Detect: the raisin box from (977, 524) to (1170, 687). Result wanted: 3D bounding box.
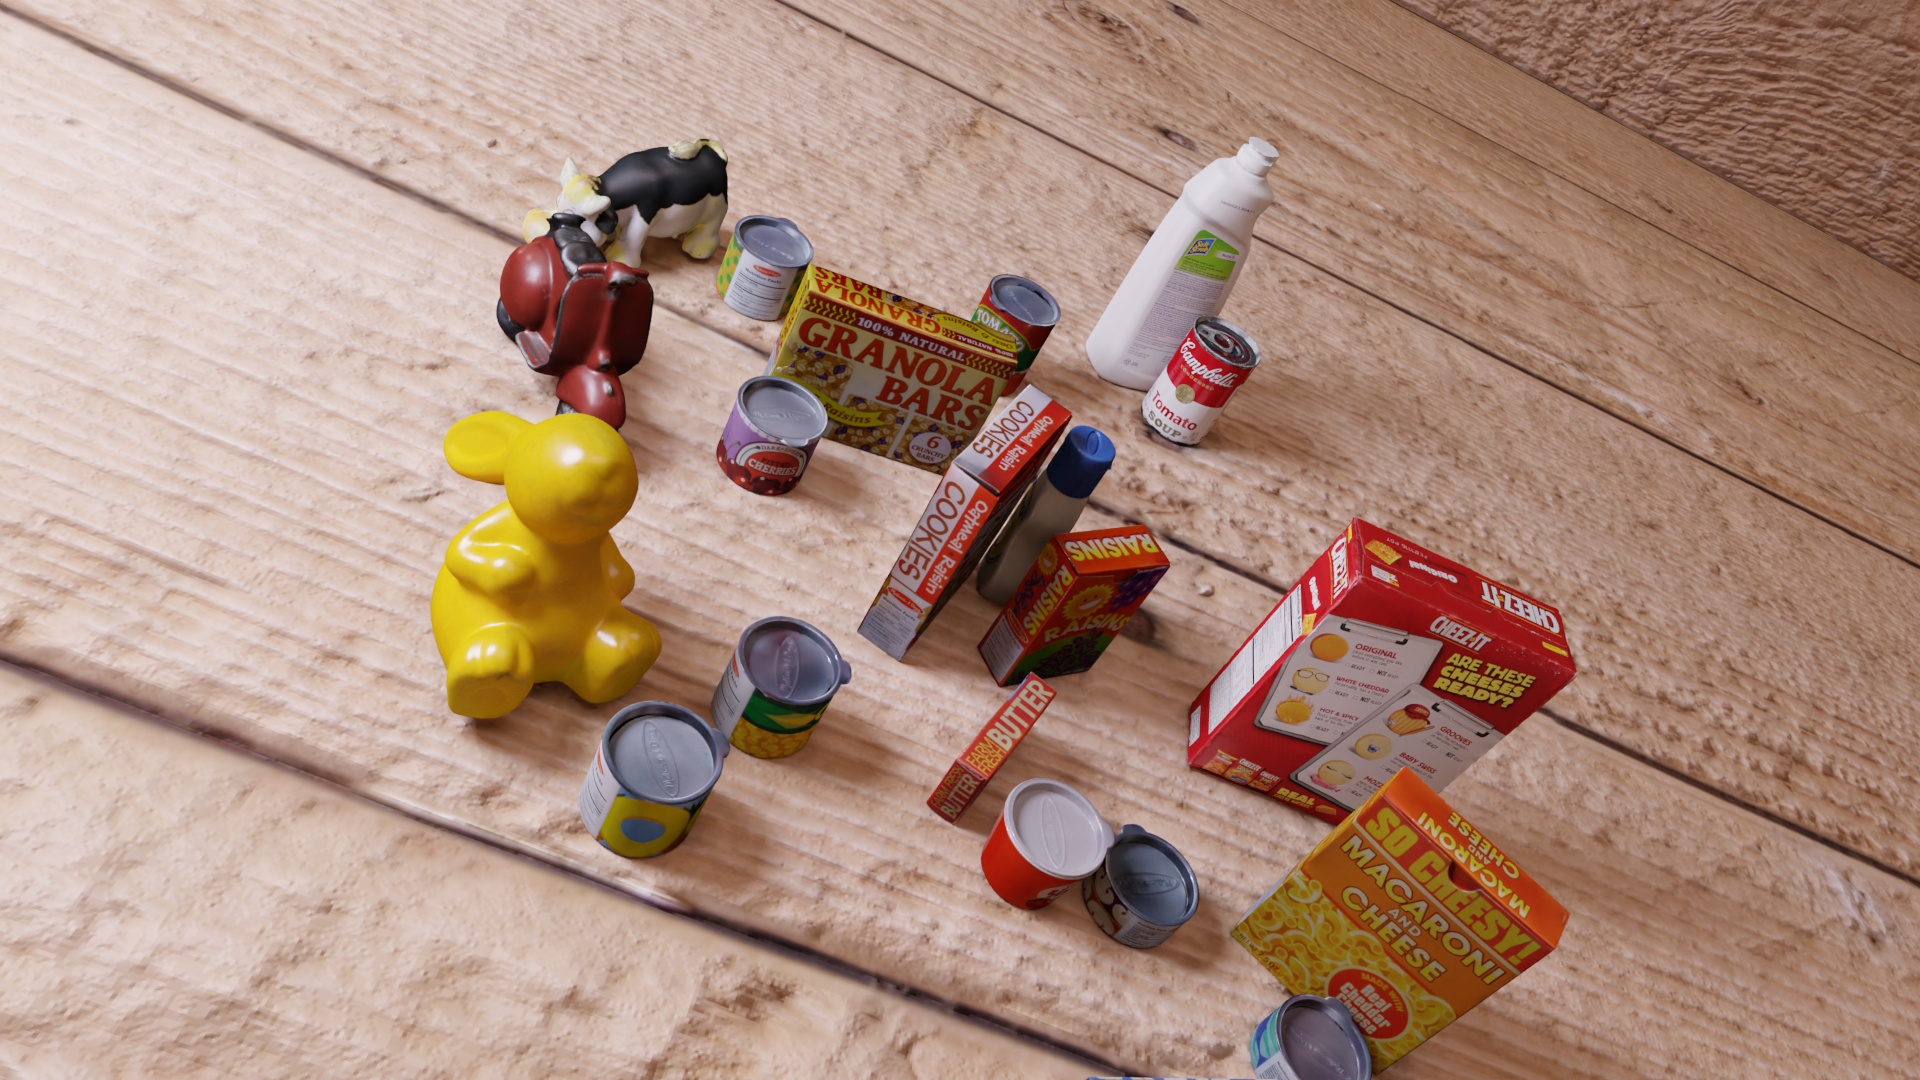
[{"bbox_3d":[0.077,0.045,0.953,0.086,0.122,0.040,-5,51,-36],"label":"raisin box"}]

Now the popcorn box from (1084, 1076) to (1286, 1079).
[{"bbox_3d":[0.104,0.313,0.721,0.127,0.084,0.038,10,44,-23],"label":"popcorn box"}]

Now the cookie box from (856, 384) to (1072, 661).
[{"bbox_3d":[0.003,-0.012,0.932,0.040,0.166,0.123,35,39,5],"label":"cookie box"}]

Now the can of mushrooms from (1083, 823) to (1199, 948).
[{"bbox_3d":[0.112,0.216,0.868,0.071,0.033,0.071,18,41,-16],"label":"can of mushrooms"}]

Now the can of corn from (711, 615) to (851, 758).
[{"bbox_3d":[-0.109,0.090,0.841,0.071,0.058,0.071,18,41,-16],"label":"can of corn"}]

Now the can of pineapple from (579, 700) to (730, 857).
[{"bbox_3d":[-0.168,0.131,0.761,0.071,0.057,0.071,18,41,-16],"label":"can of pineapple"}]

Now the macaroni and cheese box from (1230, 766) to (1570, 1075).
[{"bbox_3d":[0.260,0.233,0.839,0.124,0.165,0.040,43,41,14],"label":"macaroni and cheese box"}]

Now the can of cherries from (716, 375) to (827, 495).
[{"bbox_3d":[-0.136,-0.073,0.994,0.071,0.058,0.072,18,41,-16],"label":"can of cherries"}]

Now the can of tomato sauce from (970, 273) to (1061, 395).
[{"bbox_3d":[0.037,-0.175,1.190,0.071,0.082,0.071,18,41,-16],"label":"can of tomato sauce"}]

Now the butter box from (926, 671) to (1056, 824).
[{"bbox_3d":[0.021,0.131,0.883,0.024,0.052,0.104,38,40,8],"label":"butter box"}]

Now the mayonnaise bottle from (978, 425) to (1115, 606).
[{"bbox_3d":[0.061,-0.019,0.991,0.041,0.147,0.065,26,40,-7],"label":"mayonnaise bottle"}]

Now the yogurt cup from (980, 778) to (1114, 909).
[{"bbox_3d":[0.048,0.187,0.842,0.072,0.053,0.073,18,41,-16],"label":"yogurt cup"}]

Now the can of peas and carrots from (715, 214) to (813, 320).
[{"bbox_3d":[-0.160,-0.224,1.136,0.071,0.058,0.071,18,41,-16],"label":"can of peas and carrots"}]

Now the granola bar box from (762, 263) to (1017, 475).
[{"bbox_3d":[-0.057,-0.124,1.045,0.165,0.123,0.039,17,41,-17],"label":"granola bar box"}]

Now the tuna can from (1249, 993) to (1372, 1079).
[{"bbox_3d":[0.210,0.309,0.834,0.071,0.032,0.071,18,41,-16],"label":"tuna can"}]
